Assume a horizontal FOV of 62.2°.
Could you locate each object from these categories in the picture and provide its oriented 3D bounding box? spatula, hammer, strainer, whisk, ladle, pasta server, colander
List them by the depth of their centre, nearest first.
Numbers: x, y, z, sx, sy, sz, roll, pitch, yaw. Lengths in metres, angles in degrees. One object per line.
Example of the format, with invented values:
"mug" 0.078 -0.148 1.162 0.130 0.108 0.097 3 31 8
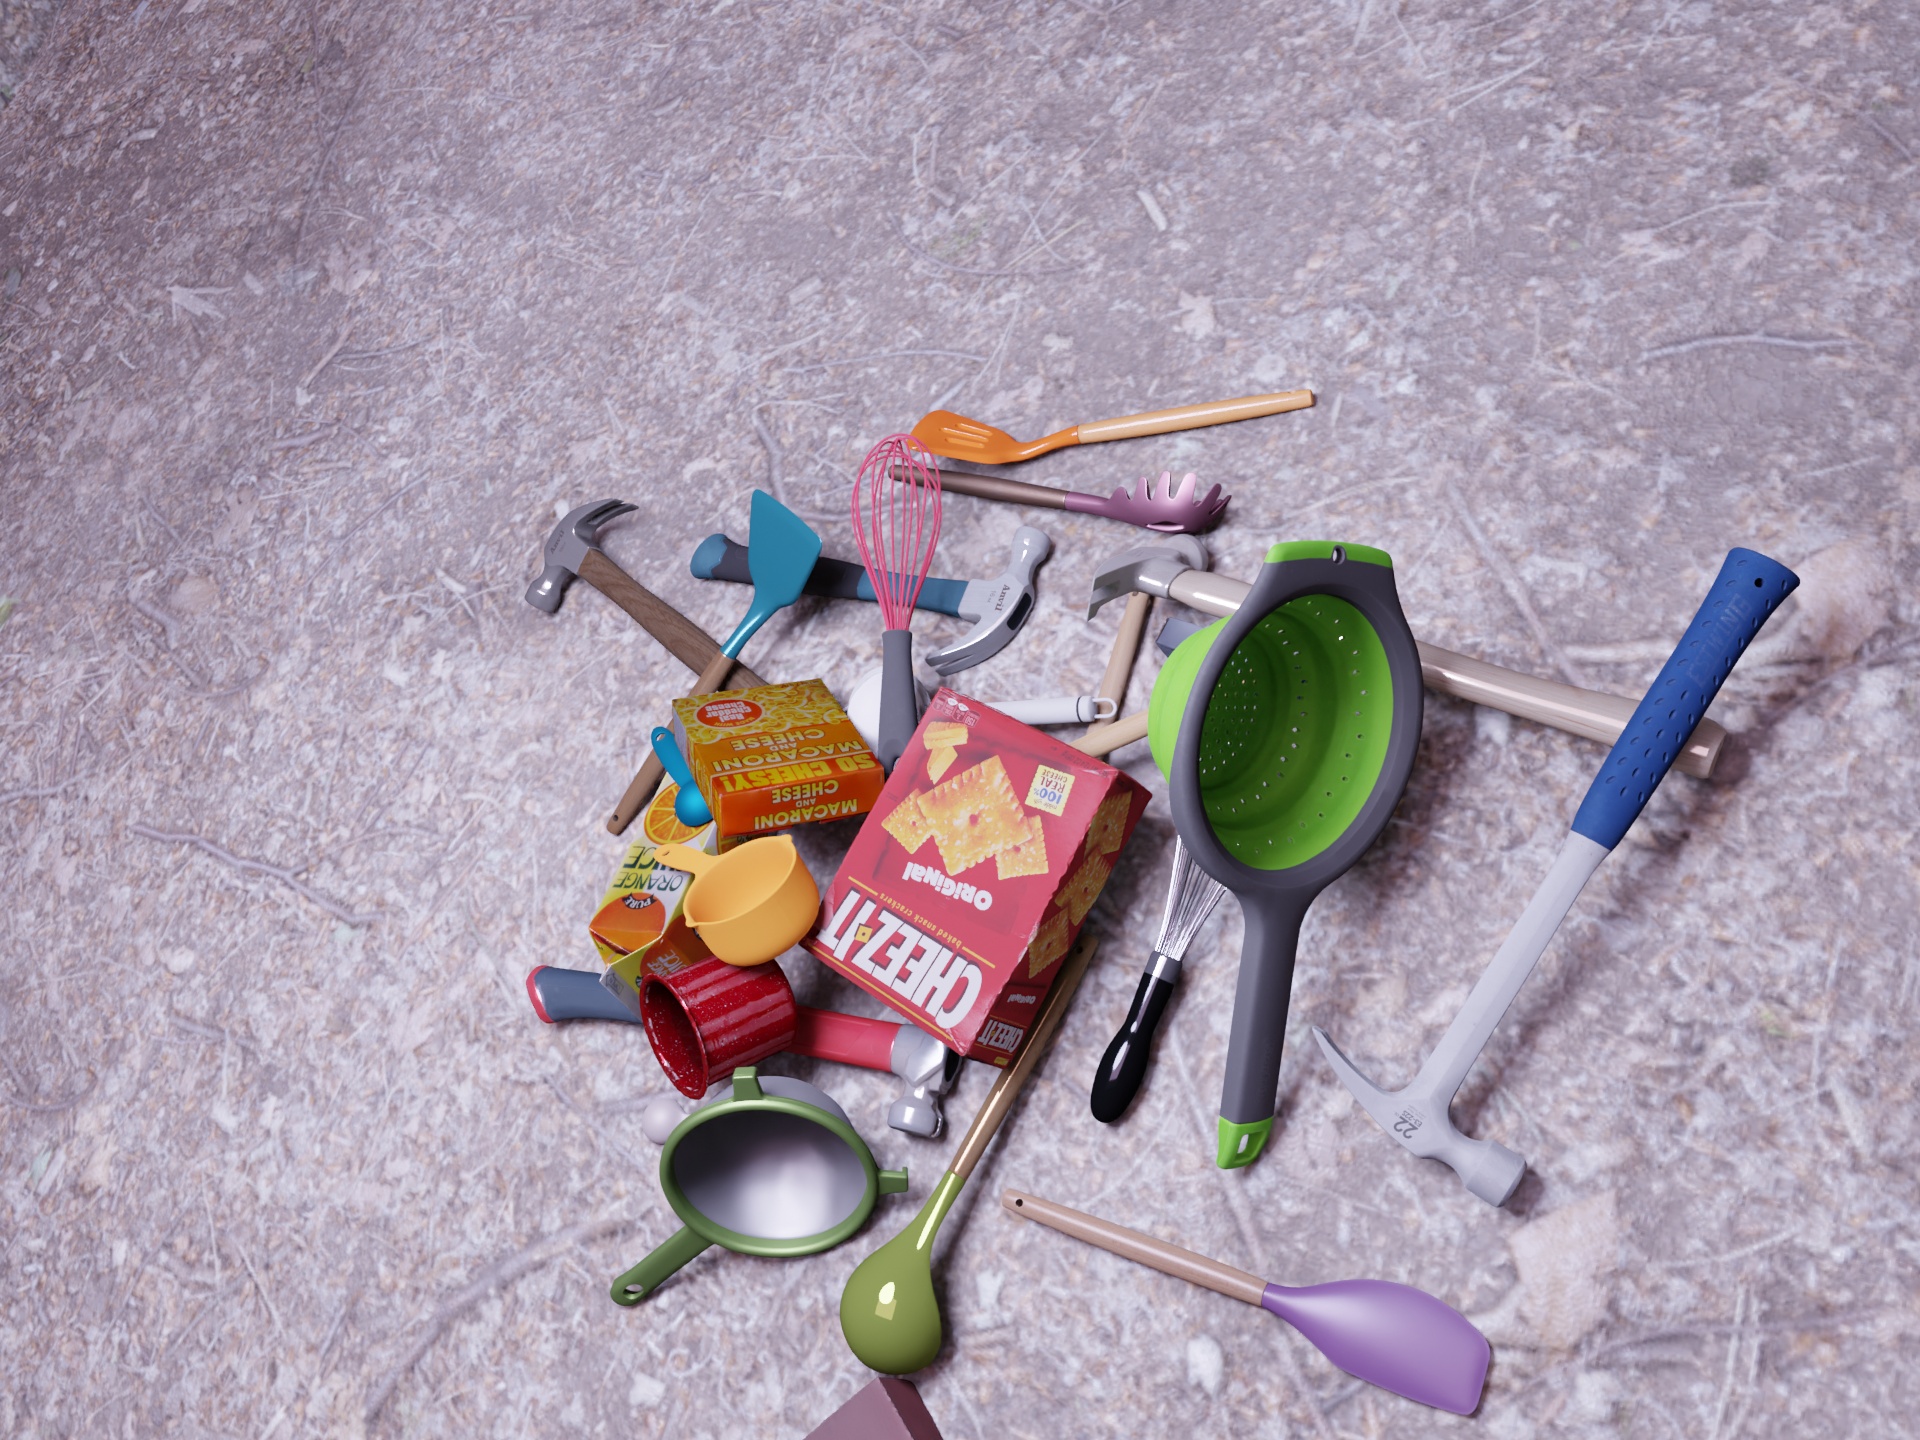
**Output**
"hammer" 0.363 0.078 0.945 0.144 0.035 0.405 32 92 19
"spatula" 0.166 0.344 0.985 0.316 0.018 0.060 11 72 29
"colander" 0.176 0.081 0.999 0.095 0.204 0.397 20 107 53
"hammer" 0.283 -0.042 1.050 0.411 0.146 0.038 21 118 28
"whisk" 0.149 0.136 1.069 0.070 0.070 0.284 19 82 32
"ladle" 0.016 0.289 1.081 0.078 0.062 0.320 19 71 38
"strainer" -0.164 0.331 1.129 0.256 0.151 0.069 -43 21 25
"ladle" 0.070 0.031 1.143 0.315 0.031 0.069 -25 61 24
"whisk" -0.048 -0.084 1.207 0.073 0.073 0.296 -8 72 24
"strainer" -0.002 -0.004 1.208 0.258 0.050 0.087 -4 88 27
"hammer" -0.170 0.211 1.208 0.386 0.038 0.143 4 68 29
"spatula" 0.116 -0.239 1.263 0.322 0.041 0.081 -5 31 22
"pasta server" 0.067 -0.186 1.266 0.316 0.060 0.040 15 84 36
"spatula" -0.211 -0.035 1.299 0.082 0.044 0.317 40 103 23
"hammer" -0.089 -0.117 1.319 0.331 0.033 0.128 12 72 31
"hammer" -0.256 -0.086 1.381 0.332 0.031 0.130 36 104 31

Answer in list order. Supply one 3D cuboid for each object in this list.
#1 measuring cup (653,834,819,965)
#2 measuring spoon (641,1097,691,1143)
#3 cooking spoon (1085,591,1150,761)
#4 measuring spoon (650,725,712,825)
"measuring cup" -0.166 0.123 1.131 0.095 0.052 0.174 -42 29 -25
"measuring spoon" -0.188 0.302 1.186 0.124 0.018 0.034 -1 67 26
"cooking spoon" 0.092 0.040 1.162 0.069 0.017 0.319 2 68 44
"measuring spoon" -0.221 0.035 1.239 0.042 0.021 0.129 -35 44 -6
